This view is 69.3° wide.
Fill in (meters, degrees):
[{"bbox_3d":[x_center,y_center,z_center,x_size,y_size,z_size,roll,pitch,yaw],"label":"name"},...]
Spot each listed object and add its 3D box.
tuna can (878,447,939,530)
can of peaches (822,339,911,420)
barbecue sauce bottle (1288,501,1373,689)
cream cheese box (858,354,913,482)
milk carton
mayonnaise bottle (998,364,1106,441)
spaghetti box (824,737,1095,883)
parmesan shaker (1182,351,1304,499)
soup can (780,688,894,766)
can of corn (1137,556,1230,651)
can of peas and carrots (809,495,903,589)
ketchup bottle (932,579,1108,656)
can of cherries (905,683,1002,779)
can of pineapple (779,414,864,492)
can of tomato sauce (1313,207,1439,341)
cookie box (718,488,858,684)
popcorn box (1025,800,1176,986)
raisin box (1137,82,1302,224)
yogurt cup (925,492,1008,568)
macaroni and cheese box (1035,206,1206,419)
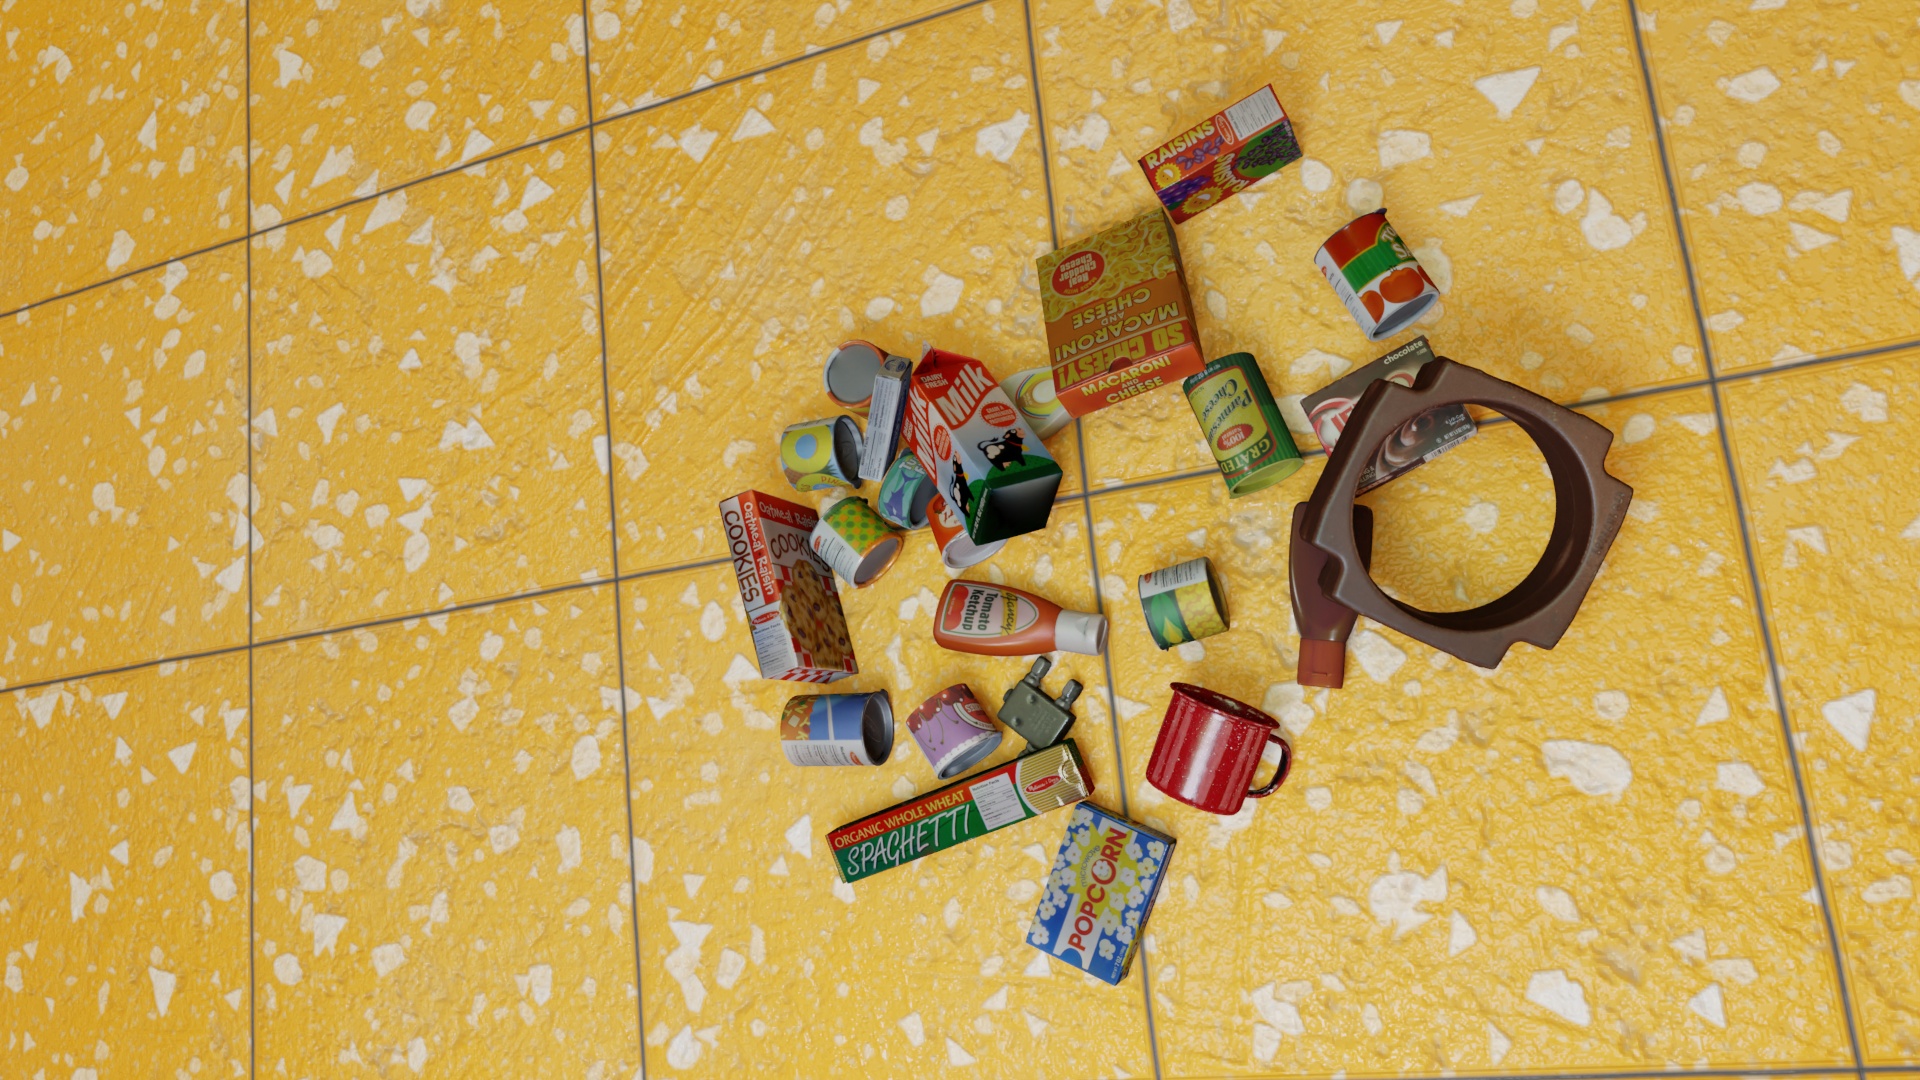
[{"bbox_3d":[-0.043,-0.047,1.259,0.033,0.071,0.071,24,92,22],"label":"tuna can"},{"bbox_3d":[-0.085,-0.149,1.298,0.071,0.058,0.071,-4,81,22],"label":"can of peaches"},{"bbox_3d":[0.295,0.044,1.121,0.065,0.043,0.148,4,84,17],"label":"barbecue sauce bottle"},{"bbox_3d":[-0.067,-0.109,1.245,0.024,0.053,0.103,14,118,4],"label":"cream cheese box"},{"bbox_3d":[0.006,-0.092,1.217,0.191,0.074,0.072,56,149,34],"label":"milk carton"},{"bbox_3d":[0.108,-0.139,1.226,0.148,0.041,0.065,-23,71,18],"label":"mayonnaise bottle"},{"bbox_3d":[-0.004,0.237,1.209,0.249,0.029,0.050,-24,86,21],"label":"spaghetti box"},{"bbox_3d":[0.232,-0.096,1.157,0.071,0.071,0.103,-27,73,17],"label":"parmesan shaker"},{"bbox_3d":[-0.111,0.169,1.257,0.084,0.071,0.071,-4,81,22],"label":"soup can"},{"bbox_3d":[0.187,0.054,1.153,0.058,0.071,0.071,-18,76,19],"label":"can of corn"},{"bbox_3d":[-0.093,0.001,1.275,0.059,0.071,0.071,42,99,21],"label":"can of peas and carrots"},{"bbox_3d":[0.053,0.073,1.214,0.149,0.043,0.065,7,64,22],"label":"ketchup bottle"},{"bbox_3d":[-0.004,0.165,1.212,0.071,0.071,0.058,-39,69,13],"label":"can of cherries"},{"bbox_3d":[-0.128,-0.079,1.300,0.058,0.071,0.071,-8,79,22],"label":"can of pineapple"},{"bbox_3d":[0.340,-0.215,1.130,0.071,0.071,0.083,-34,72,15],"label":"can of tomato sauce"},{"bbox_3d":[-0.156,0.044,1.261,0.040,0.123,0.168,-21,75,18],"label":"cookie box"},{"bbox_3d":[0.118,0.292,1.158,0.085,0.038,0.126,20,90,22],"label":"popcorn box"},{"bbox_3d":[0.222,-0.327,1.184,0.123,0.086,0.040,-27,75,16],"label":"raisin box"},{"bbox_3d":[0.004,-0.016,1.239,0.072,0.072,0.054,-36,63,14],"label":"yogurt cup"},{"bbox_3d":[0.134,-0.197,1.191,0.123,0.040,0.167,-20,51,19],"label":"macaroni and cheese box"}]
